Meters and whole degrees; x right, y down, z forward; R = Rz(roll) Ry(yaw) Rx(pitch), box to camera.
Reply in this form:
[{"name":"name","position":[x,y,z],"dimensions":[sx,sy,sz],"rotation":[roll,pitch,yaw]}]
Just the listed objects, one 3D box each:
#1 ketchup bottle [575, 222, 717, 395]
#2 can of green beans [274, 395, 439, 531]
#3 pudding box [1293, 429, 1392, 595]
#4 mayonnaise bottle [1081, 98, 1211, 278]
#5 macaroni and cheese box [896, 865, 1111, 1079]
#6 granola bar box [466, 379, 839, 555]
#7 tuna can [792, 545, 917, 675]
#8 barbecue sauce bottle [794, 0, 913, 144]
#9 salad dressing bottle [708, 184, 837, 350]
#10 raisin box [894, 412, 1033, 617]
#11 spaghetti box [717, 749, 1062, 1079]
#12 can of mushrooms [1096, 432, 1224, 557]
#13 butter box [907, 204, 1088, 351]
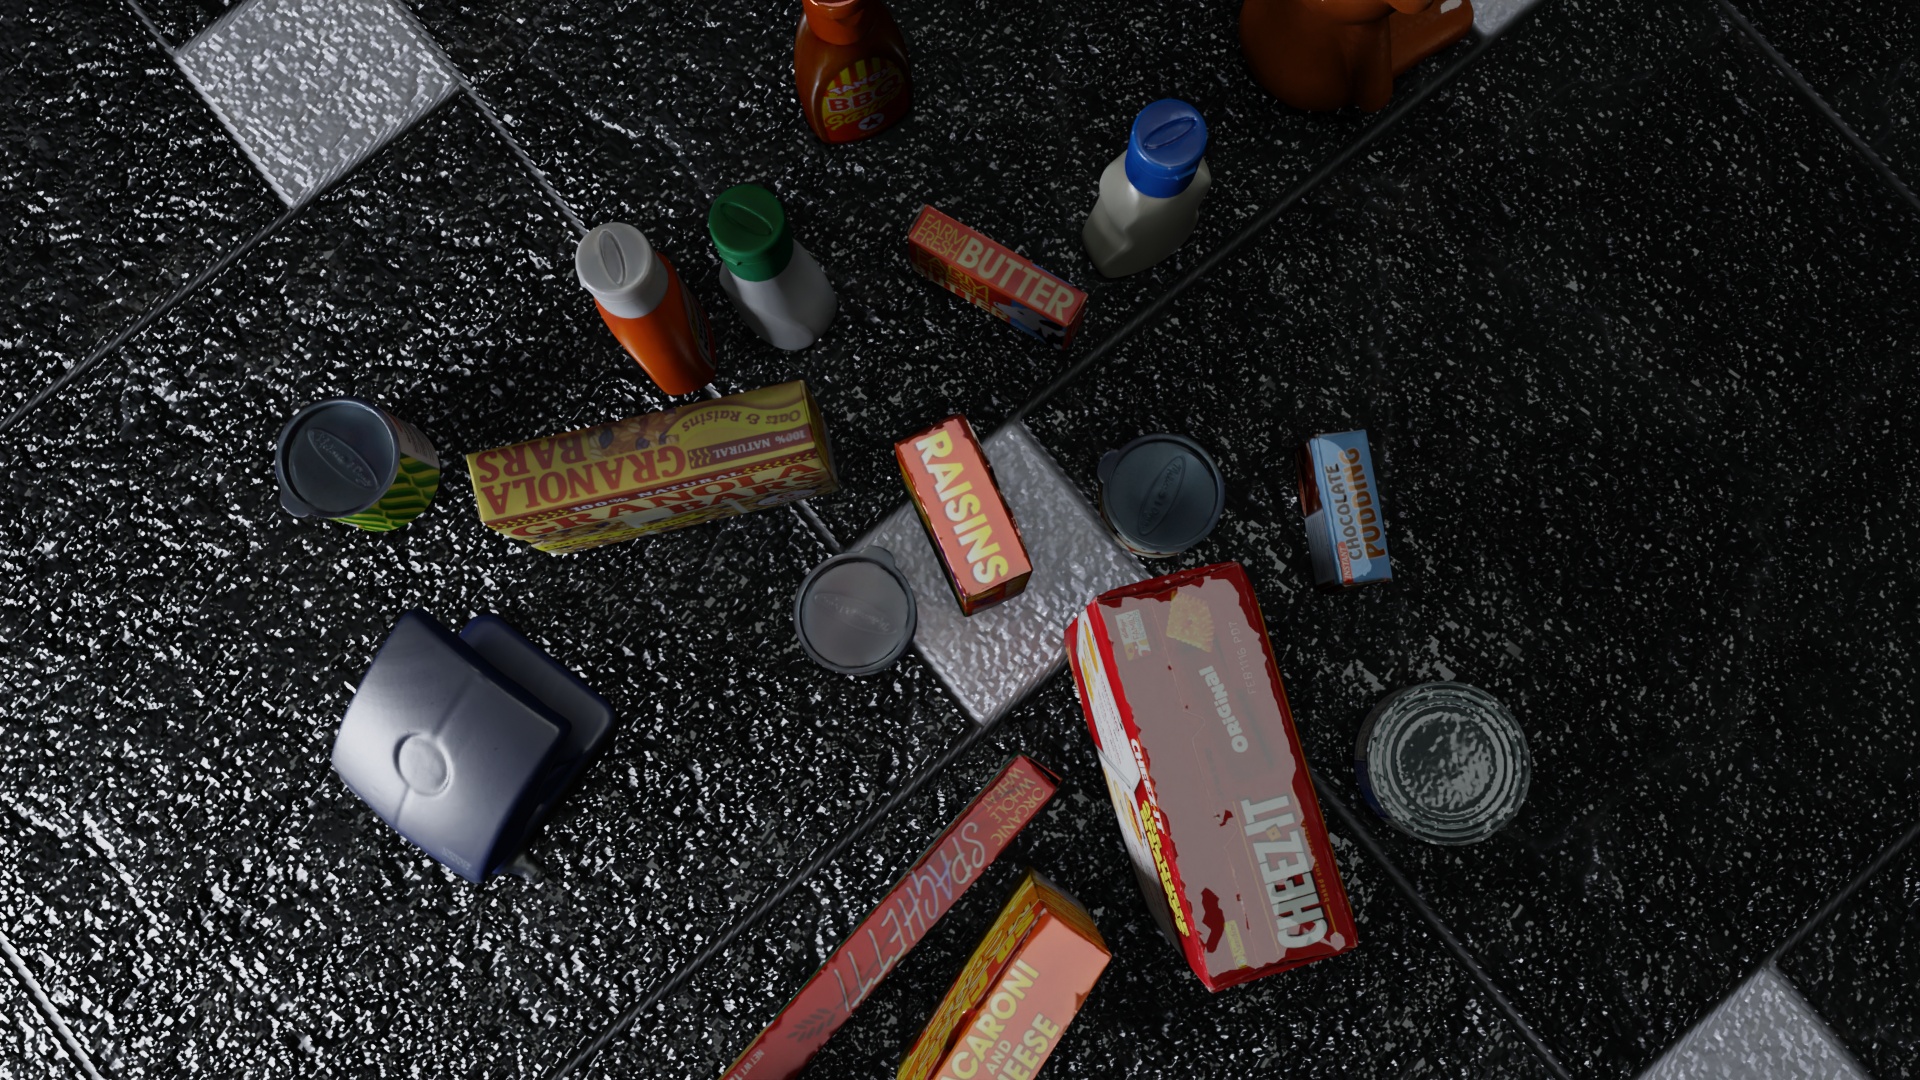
[{"name":"ketchup bottle","position":[-0.163,-0.122,0.722],"dimensions":[0.043,0.148,0.065],"rotation":[-19,83,-2]},{"name":"can of green beans","position":[-0.327,-0.041,0.758],"dimensions":[0.071,0.057,0.071],"rotation":[0,82,1]},{"name":"pudding box","position":[0.206,-0.015,0.754],"dimensions":[0.030,0.049,0.084],"rotation":[-8,82,-1]},{"name":"mayonnaise bottle","position":[0.100,-0.184,0.730],"dimensions":[0.065,0.148,0.041],"rotation":[-27,83,-3]},{"name":"macaroni and cheese box","position":[0.016,0.225,0.662],"dimensions":[0.040,0.166,0.124],"rotation":[34,84,5]},{"name":"granola bar box","position":[-0.151,-0.034,0.722],"dimensions":[0.166,0.124,0.039],"rotation":[-13,83,-1]},{"name":"tuna can","position":[-0.055,0.038,0.757],"dimensions":[0.071,0.033,0.071],"rotation":[0,82,0]},{"name":"barbecue sauce bottle","position":[-0.060,-0.264,0.742],"dimensions":[0.065,0.148,0.043],"rotation":[-23,83,-2]},{"name":"salad dressing bottle","position":[-0.100,-0.141,0.725],"dimensions":[0.064,0.147,0.044],"rotation":[30,84,4]},{"name":"raisin box","position":[0.003,-0.009,0.718],"dimensions":[0.040,0.123,0.086],"rotation":[-24,83,-2]},{"name":"spaghetti box","position":[-0.041,0.208,0.724],"dimensions":[0.029,0.050,0.250],"rotation":[42,84,6]},{"name":"can of mushrooms","position":[0.108,-0.025,0.765],"dimensions":[0.071,0.033,0.071],"rotation":[0,82,0]},{"name":"butter box","position":[0.020,-0.145,0.773],"dimensions":[0.103,0.053,0.024],"rotation":[30,84,4]}]
